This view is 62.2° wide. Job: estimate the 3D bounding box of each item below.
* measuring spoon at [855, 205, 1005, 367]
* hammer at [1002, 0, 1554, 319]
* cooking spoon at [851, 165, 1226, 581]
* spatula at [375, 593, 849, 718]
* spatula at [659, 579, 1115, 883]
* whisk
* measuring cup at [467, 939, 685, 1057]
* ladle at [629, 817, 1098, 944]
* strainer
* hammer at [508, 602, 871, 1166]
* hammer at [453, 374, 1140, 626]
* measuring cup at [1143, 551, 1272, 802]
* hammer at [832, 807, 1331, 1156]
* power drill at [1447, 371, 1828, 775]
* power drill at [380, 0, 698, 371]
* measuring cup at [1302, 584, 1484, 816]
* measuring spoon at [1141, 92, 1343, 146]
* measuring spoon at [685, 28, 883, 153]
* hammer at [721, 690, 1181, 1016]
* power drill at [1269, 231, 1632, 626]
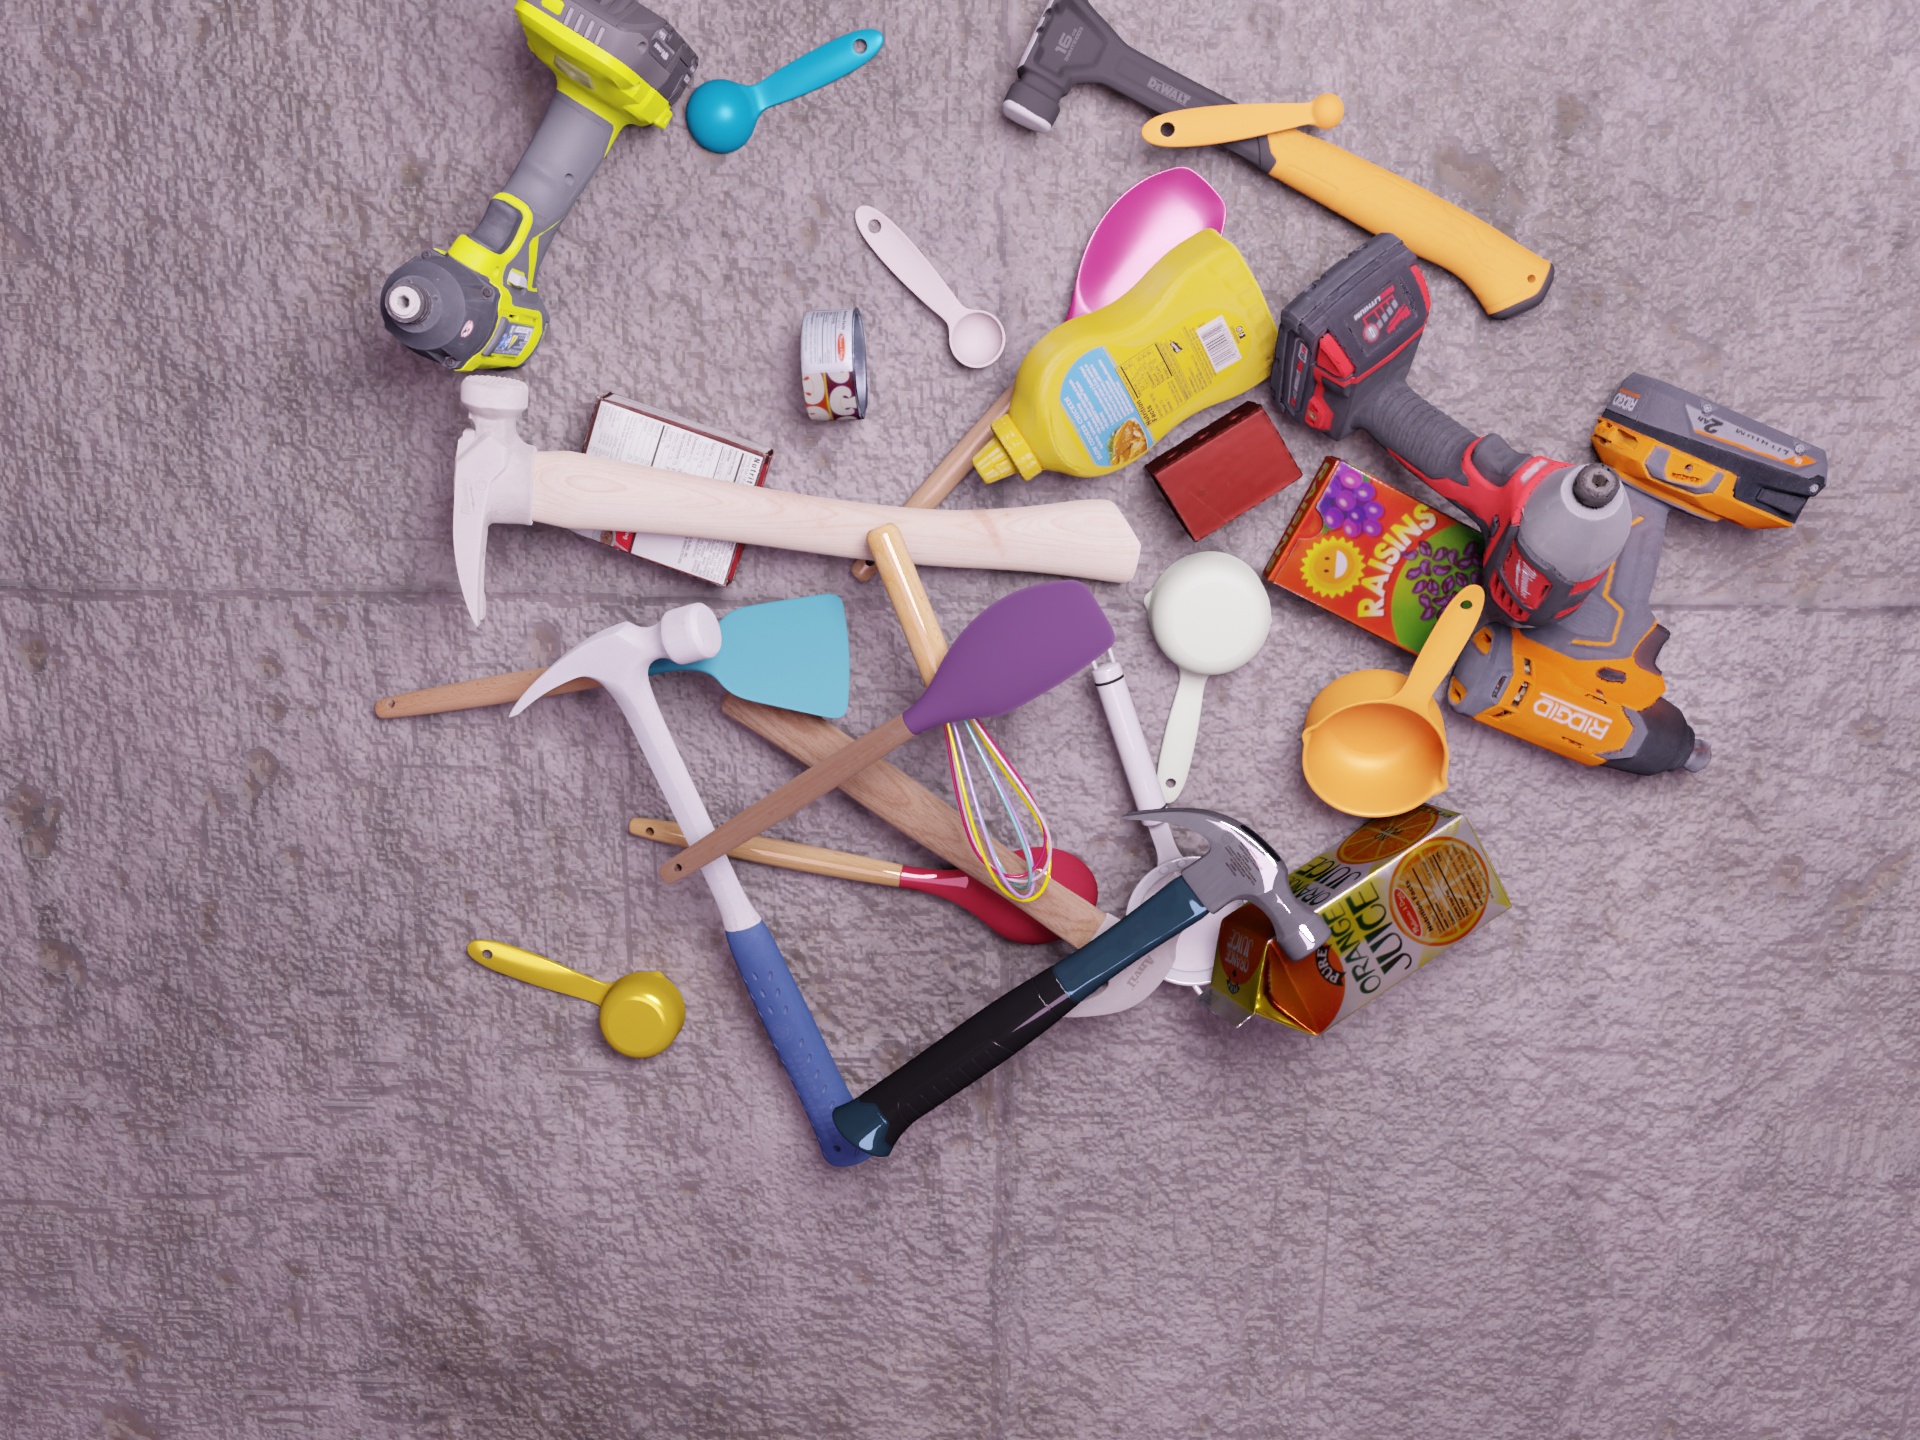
[{"bbox_3d":[-0.019,-0.266,0.970,0.034,0.018,0.124,-42,92,13],"label":"measuring spoon"},{"bbox_3d":[0.199,-0.335,0.927,0.337,0.034,0.127,26,96,-6],"label":"hammer"},{"bbox_3d":[0.041,-0.205,0.978,0.068,0.017,0.319,41,102,-10],"label":"cooking spoon"},{"bbox_3d":[-0.228,-0.025,1.018,0.317,0.044,0.082,-8,74,14],"label":"spatula"},{"bbox_3d":[-0.053,0.013,0.939,0.316,0.018,0.060,-32,87,14],"label":"spatula"},{"bbox_3d":[0.000,-0.004,0.960,0.047,0.051,0.245,-24,97,-11],"label":"whisk"},{"bbox_3d":[-0.264,0.185,1.081,0.156,0.029,0.062,21,104,-5],"label":"measuring cup"},{"bbox_3d":[-0.065,0.097,1.055,0.315,0.031,0.069,10,102,2],"label":"ladle"},{"bbox_3d":[0.128,0.066,1.024,0.087,0.050,0.258,-19,103,4],"label":"strainer"},{"bbox_3d":[-0.150,0.123,1.028,0.144,0.035,0.405,-14,112,19],"label":"hammer"},{"bbox_3d":[-0.095,-0.111,0.967,0.410,0.038,0.146,5,107,-8],"label":"hammer"},{"bbox_3d":[0.149,-0.023,1.007,0.083,0.038,0.167,10,103,0],"label":"measuring cup"},{"bbox_3d":[0.055,0.171,0.976,0.331,0.033,0.128,-38,80,16],"label":"hammer"},{"bbox_3d":[0.420,-0.077,0.964,0.164,0.084,0.226,22,108,-4],"label":"power drill"},{"bbox_3d":[-0.242,-0.301,0.890,0.080,0.171,0.223,31,100,-4],"label":"power drill"},{"bbox_3d":[0.272,-0.021,0.972,0.095,0.052,0.173,21,123,-2],"label":"measuring cup"},{"bbox_3d":[0.160,-0.340,0.900,0.117,0.011,0.021,-7,99,-2],"label":"measuring spoon"},{"bbox_3d":[-0.105,-0.377,0.938,0.128,0.021,0.042,-23,102,9],"label":"measuring spoon"},{"bbox_3d":[-0.011,0.073,1.016,0.331,0.031,0.130,34,102,4],"label":"hammer"},{"bbox_3d":[0.276,-0.157,0.882,0.078,0.143,0.220,-39,73,-6],"label":"power drill"}]
